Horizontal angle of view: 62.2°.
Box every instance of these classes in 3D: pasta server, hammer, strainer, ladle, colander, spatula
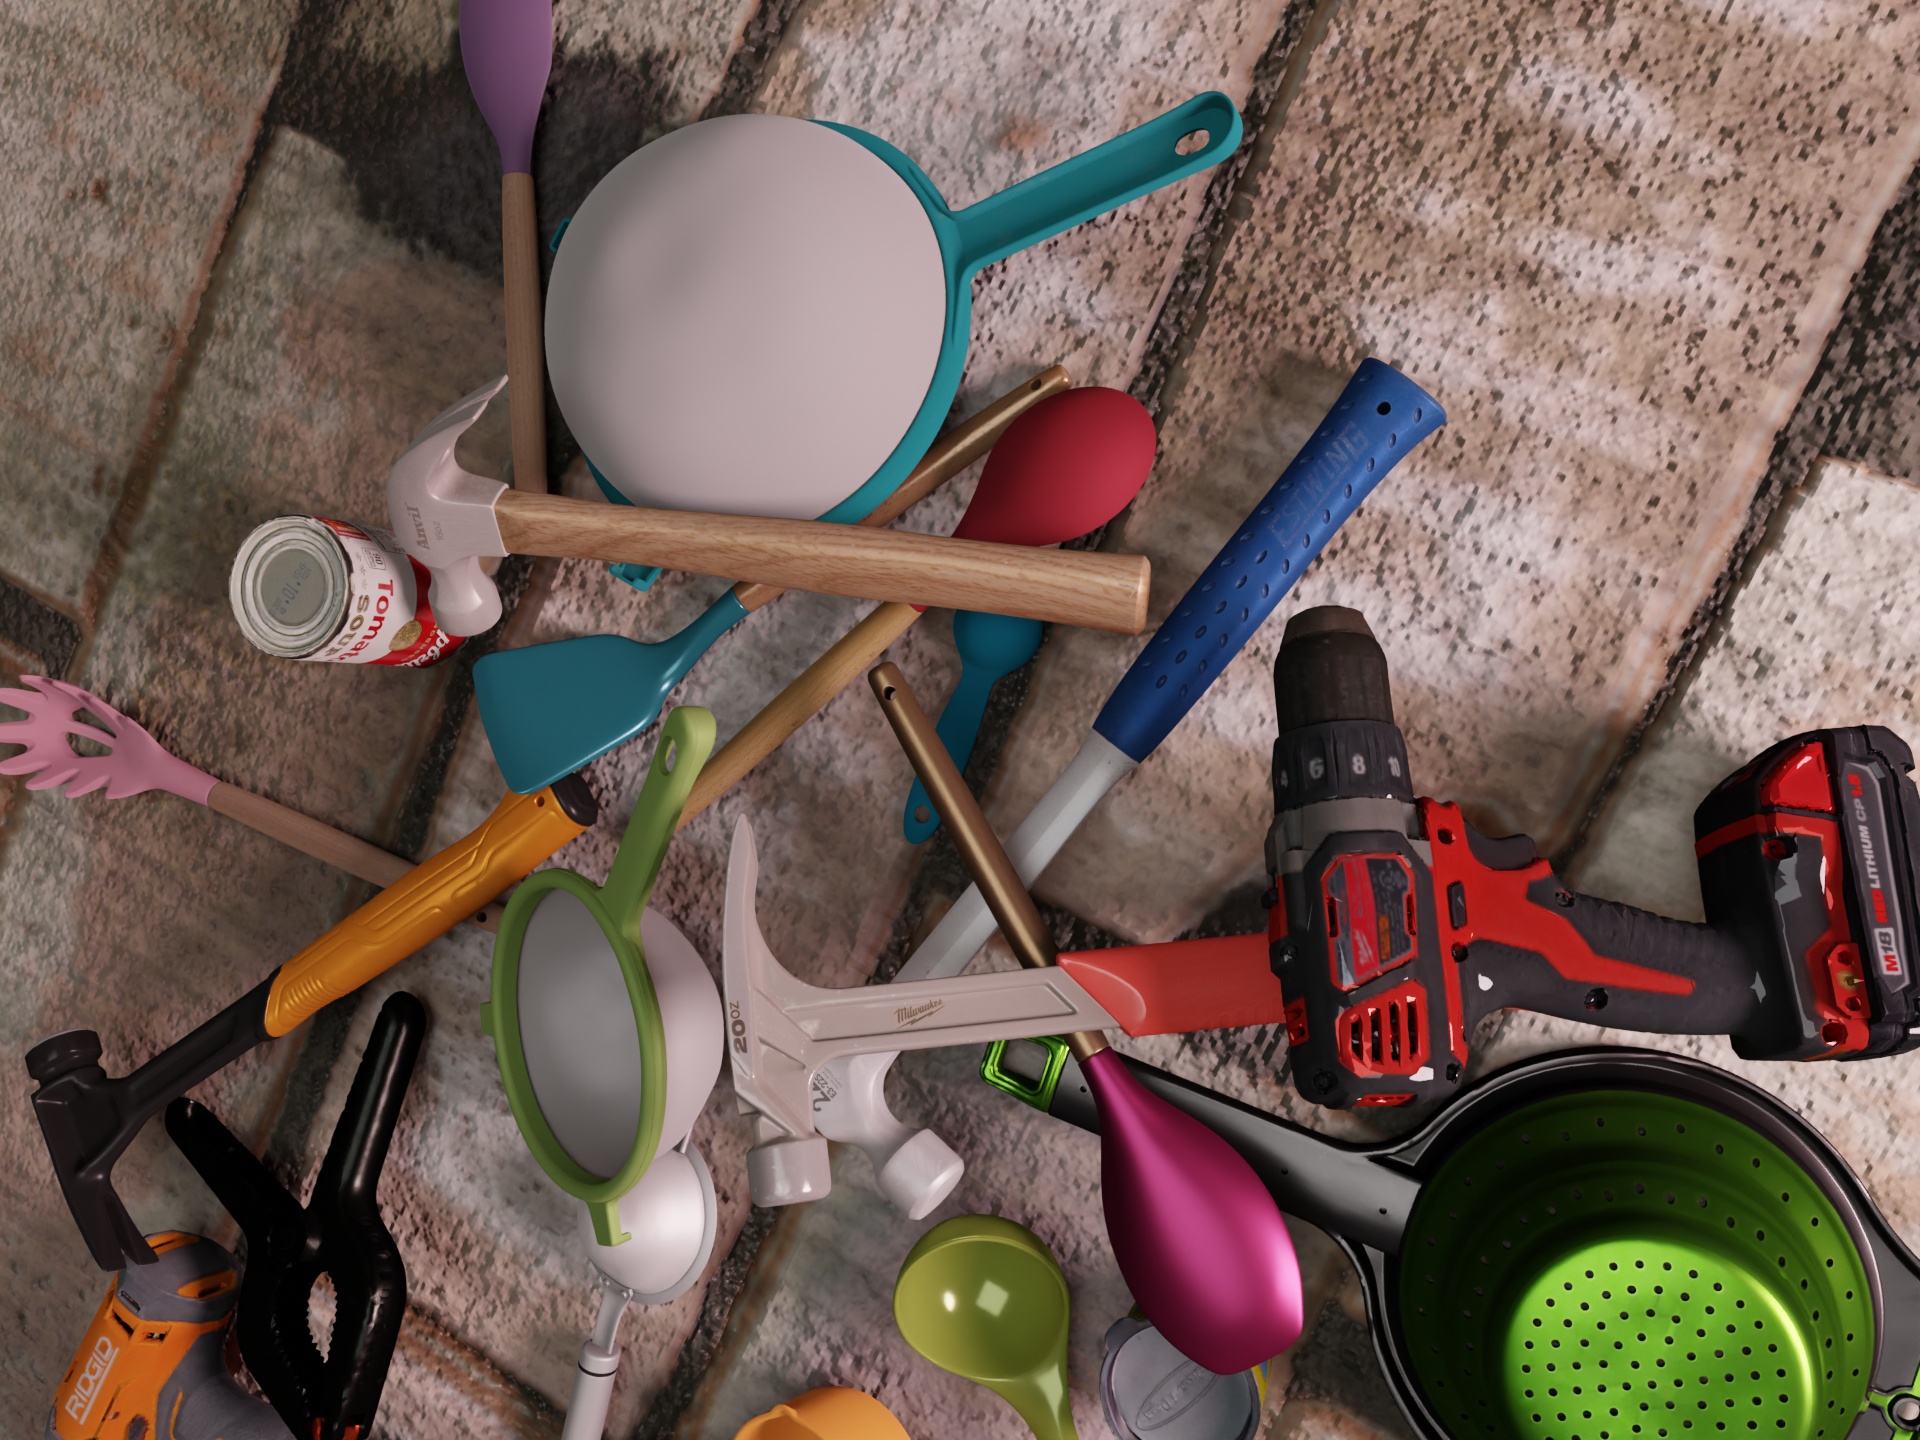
[{"bbox_3d":[-0.369,0.049,0.823,0.316,0.040,0.060,21,97,14],"label":"pasta server"},{"bbox_3d":[-0.085,-0.074,0.673,0.331,0.129,0.031,7,47,9],"label":"hammer"},{"bbox_3d":[-0.135,0.097,0.711,0.152,0.069,0.256,47,125,35],"label":"strainer"},{"bbox_3d":[-0.313,0.132,0.777,0.337,0.034,0.127,-34,71,9],"label":"hammer"},{"bbox_3d":[0.061,0.358,0.655,0.078,0.062,0.320,-32,69,15],"label":"ladle"},{"bbox_3d":[-0.172,0.300,0.765,0.087,0.050,0.258,18,99,31],"label":"strainer"},{"bbox_3d":[-0.041,-0.039,0.723,0.315,0.031,0.069,-41,62,18],"label":"ladle"},{"bbox_3d":[0.183,0.209,0.629,0.397,0.094,0.204,19,95,16],"label":"colander"},{"bbox_3d":[-0.052,-0.200,0.676,0.340,0.095,0.211,-18,75,21],"label":"strainer"},{"bbox_3d":[-0.220,-0.244,0.789,0.060,0.018,0.316,-4,88,26],"label":"spatula"},{"bbox_3d":[-0.086,-0.073,0.736,0.317,0.044,0.082,-33,60,12],"label":"spatula"},{"bbox_3d":[0.088,0.095,0.627,0.359,0.036,0.149,-5,75,-4],"label":"hammer"},{"bbox_3d":[0.055,0.015,0.685,0.144,0.035,0.405,41,97,19],"label":"hammer"}]

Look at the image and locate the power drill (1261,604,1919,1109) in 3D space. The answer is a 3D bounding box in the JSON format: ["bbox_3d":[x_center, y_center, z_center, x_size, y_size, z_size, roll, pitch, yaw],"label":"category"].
[{"bbox_3d":[0.224,0.045,0.590,0.226,0.080,0.188,-2,73,1],"label":"power drill"}]

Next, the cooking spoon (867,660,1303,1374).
[{"bbox_3d":[0.041,0.114,0.649,0.069,0.017,0.319,-31,78,9],"label":"cooking spoon"}]

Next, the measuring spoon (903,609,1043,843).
[{"bbox_3d":[-0.001,-0.002,0.721,0.042,0.021,0.128,23,97,15],"label":"measuring spoon"}]

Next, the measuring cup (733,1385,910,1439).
[{"bbox_3d":[-0.089,0.351,0.740,0.173,0.052,0.095,-10,86,40],"label":"measuring cup"}]

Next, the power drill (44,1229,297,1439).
[{"bbox_3d":[-0.369,0.390,0.804,0.227,0.084,0.164,32,99,18],"label":"power drill"}]
